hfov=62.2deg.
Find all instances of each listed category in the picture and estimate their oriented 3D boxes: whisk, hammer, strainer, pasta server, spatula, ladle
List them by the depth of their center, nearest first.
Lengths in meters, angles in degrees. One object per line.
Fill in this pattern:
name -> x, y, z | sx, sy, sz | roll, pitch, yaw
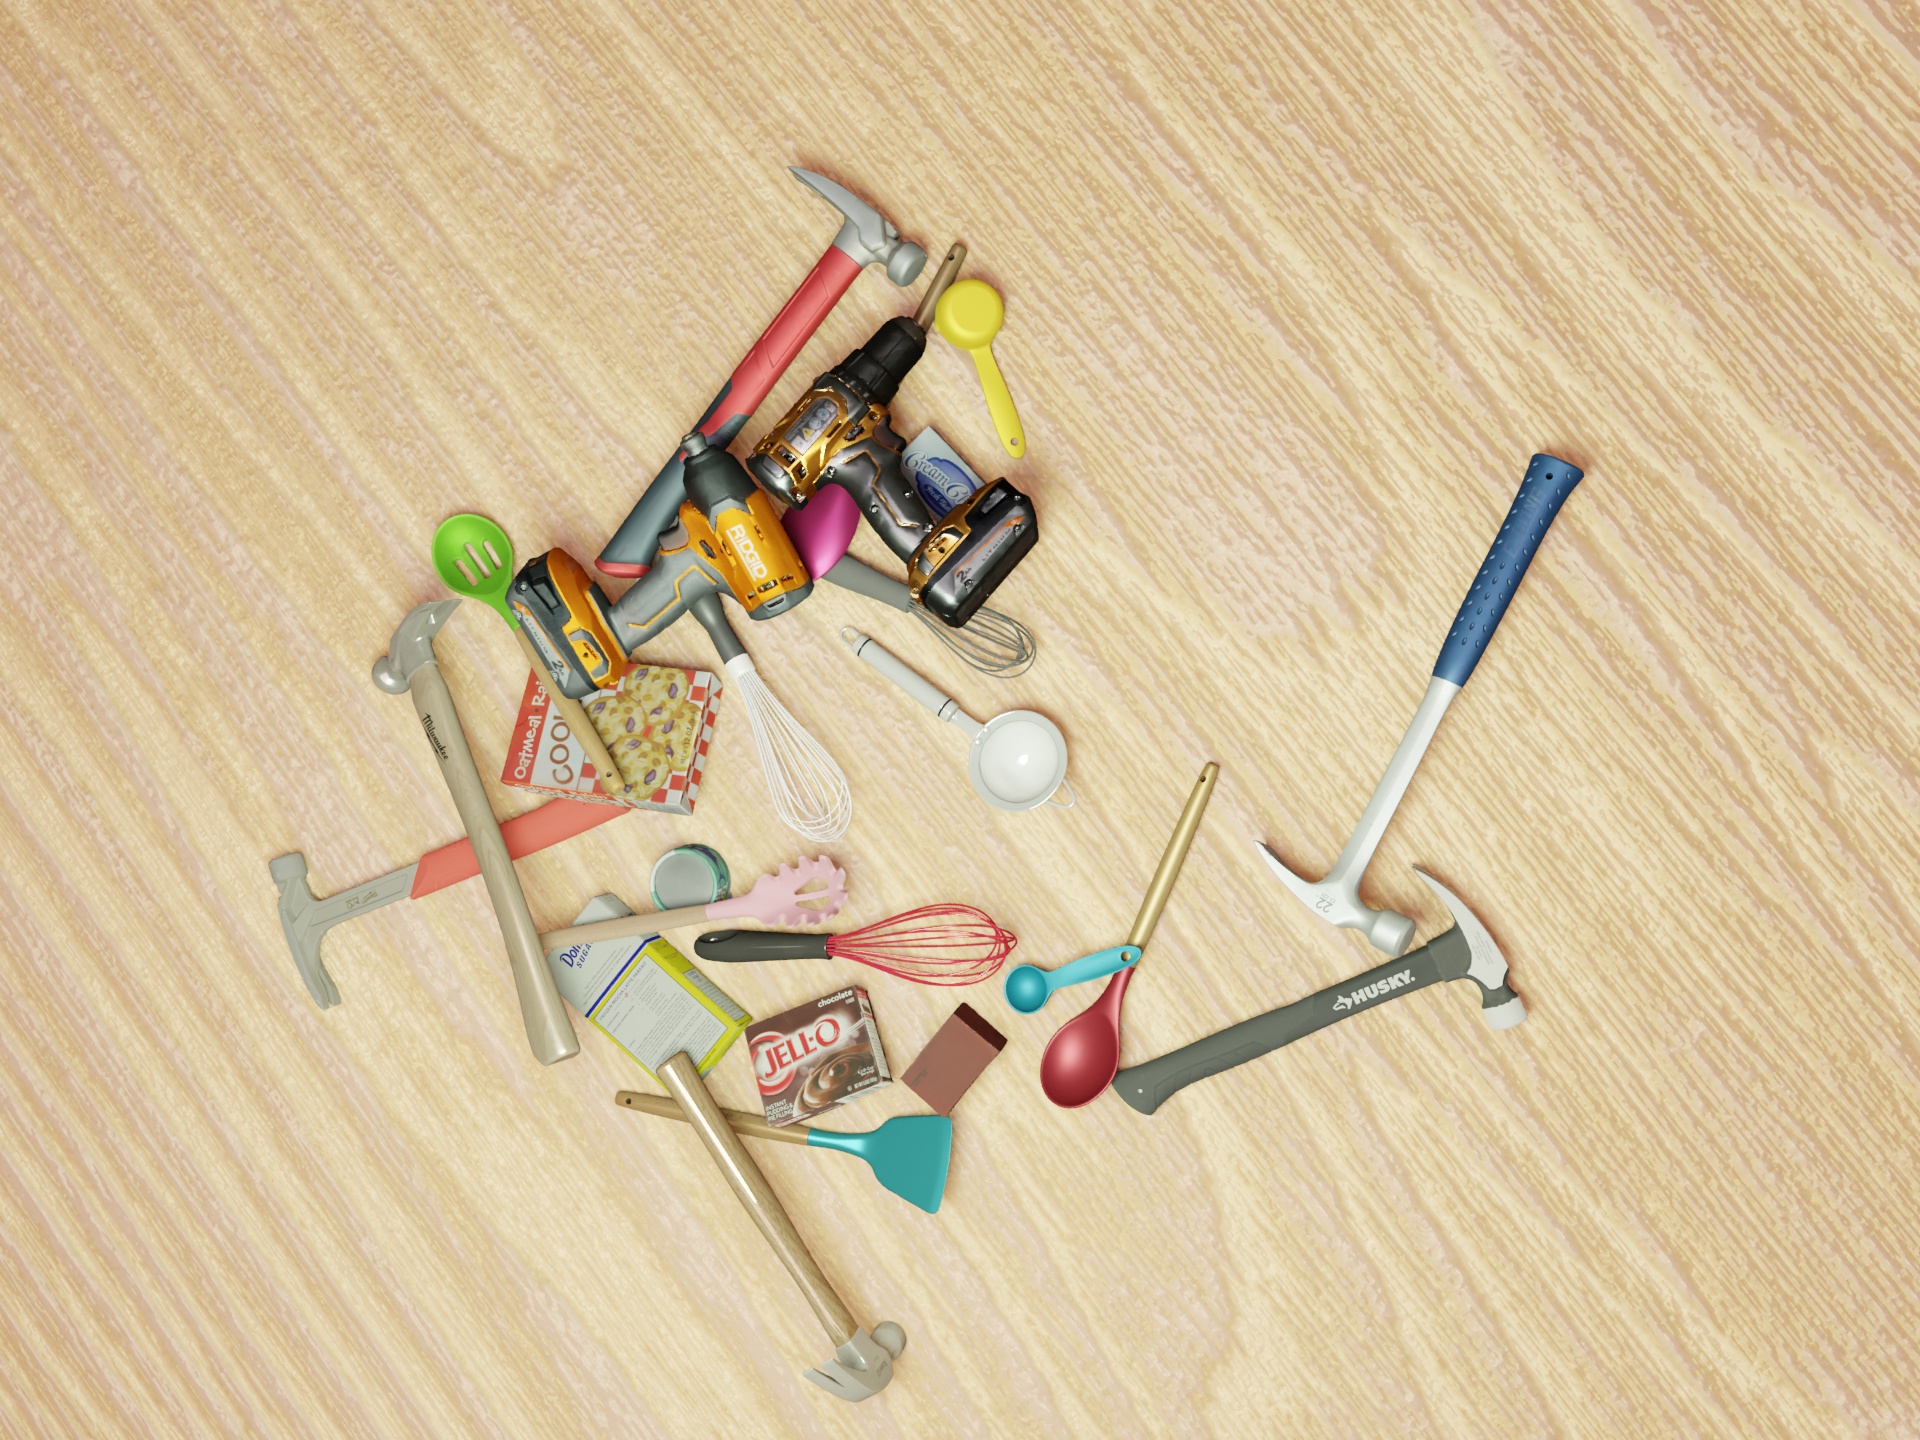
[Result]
hammer -> 0.377, -0.024, 1.267 | 0.144, 0.035, 0.405 | 28, 93, 31
hammer -> 0.279, 0.240, 1.311 | 0.335, 0.035, 0.146 | -25, 88, 11
ladle -> 0.149, 0.180, 1.337 | 0.069, 0.031, 0.315 | 26, 95, 36
hammer -> -0.160, 0.428, 1.353 | 0.031, 0.130, 0.331 | -34, 87, 14
strainer -> -0.002, -0.004, 1.355 | 0.258, 0.050, 0.087 | 37, 93, 13
whisk -> -0.044, -0.099, 1.357 | 0.239, 0.055, 0.055 | 26, 97, 14
hammer -> -0.407, 0.096, 1.370 | 0.146, 0.038, 0.411 | -37, 72, 44
hammer -> -0.201, -0.288, 1.370 | 0.143, 0.038, 0.386 | 39, 95, 8
pasta server -> -0.246, 0.170, 1.374 | 0.316, 0.040, 0.060 | -11, 76, 8
whisk -> -0.094, 0.195, 1.374 | 0.296, 0.073, 0.073 | -3, 92, 16
whisk -> -0.175, -0.019, 1.384 | 0.070, 0.070, 0.285 | -32, 81, 11
spatula -> -0.160, 0.360, 1.399 | 0.317, 0.044, 0.082 | 8, 83, 12
hammer -> -0.461, 0.140, 1.453 | 0.359, 0.036, 0.149 | -21, 88, 12

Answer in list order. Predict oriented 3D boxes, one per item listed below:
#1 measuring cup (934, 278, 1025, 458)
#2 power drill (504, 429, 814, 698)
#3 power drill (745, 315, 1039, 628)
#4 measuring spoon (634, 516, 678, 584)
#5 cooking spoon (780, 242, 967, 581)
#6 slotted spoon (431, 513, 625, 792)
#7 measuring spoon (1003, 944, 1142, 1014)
measuring cup -> 0.026, -0.296, 1.336 | 0.062, 0.029, 0.156 | -21, 92, -9
power drill -> -0.257, -0.130, 1.321 | 0.226, 0.084, 0.164 | -25, 110, 7
power drill -> -0.038, -0.209, 1.305 | 0.226, 0.084, 0.185 | 40, 87, 10
measuring spoon -> -0.271, -0.138, 1.418 | 0.034, 0.018, 0.124 | 25, 104, 9
cooking spoon -> -0.074, -0.262, 1.357 | 0.069, 0.017, 0.319 | 29, 93, 18
slotted spoon -> -0.374, -0.059, 1.394 | 0.070, 0.031, 0.314 | -34, 69, -6
measuring spoon -> 0.097, 0.215, 1.344 | 0.128, 0.021, 0.042 | -22, 74, 20
